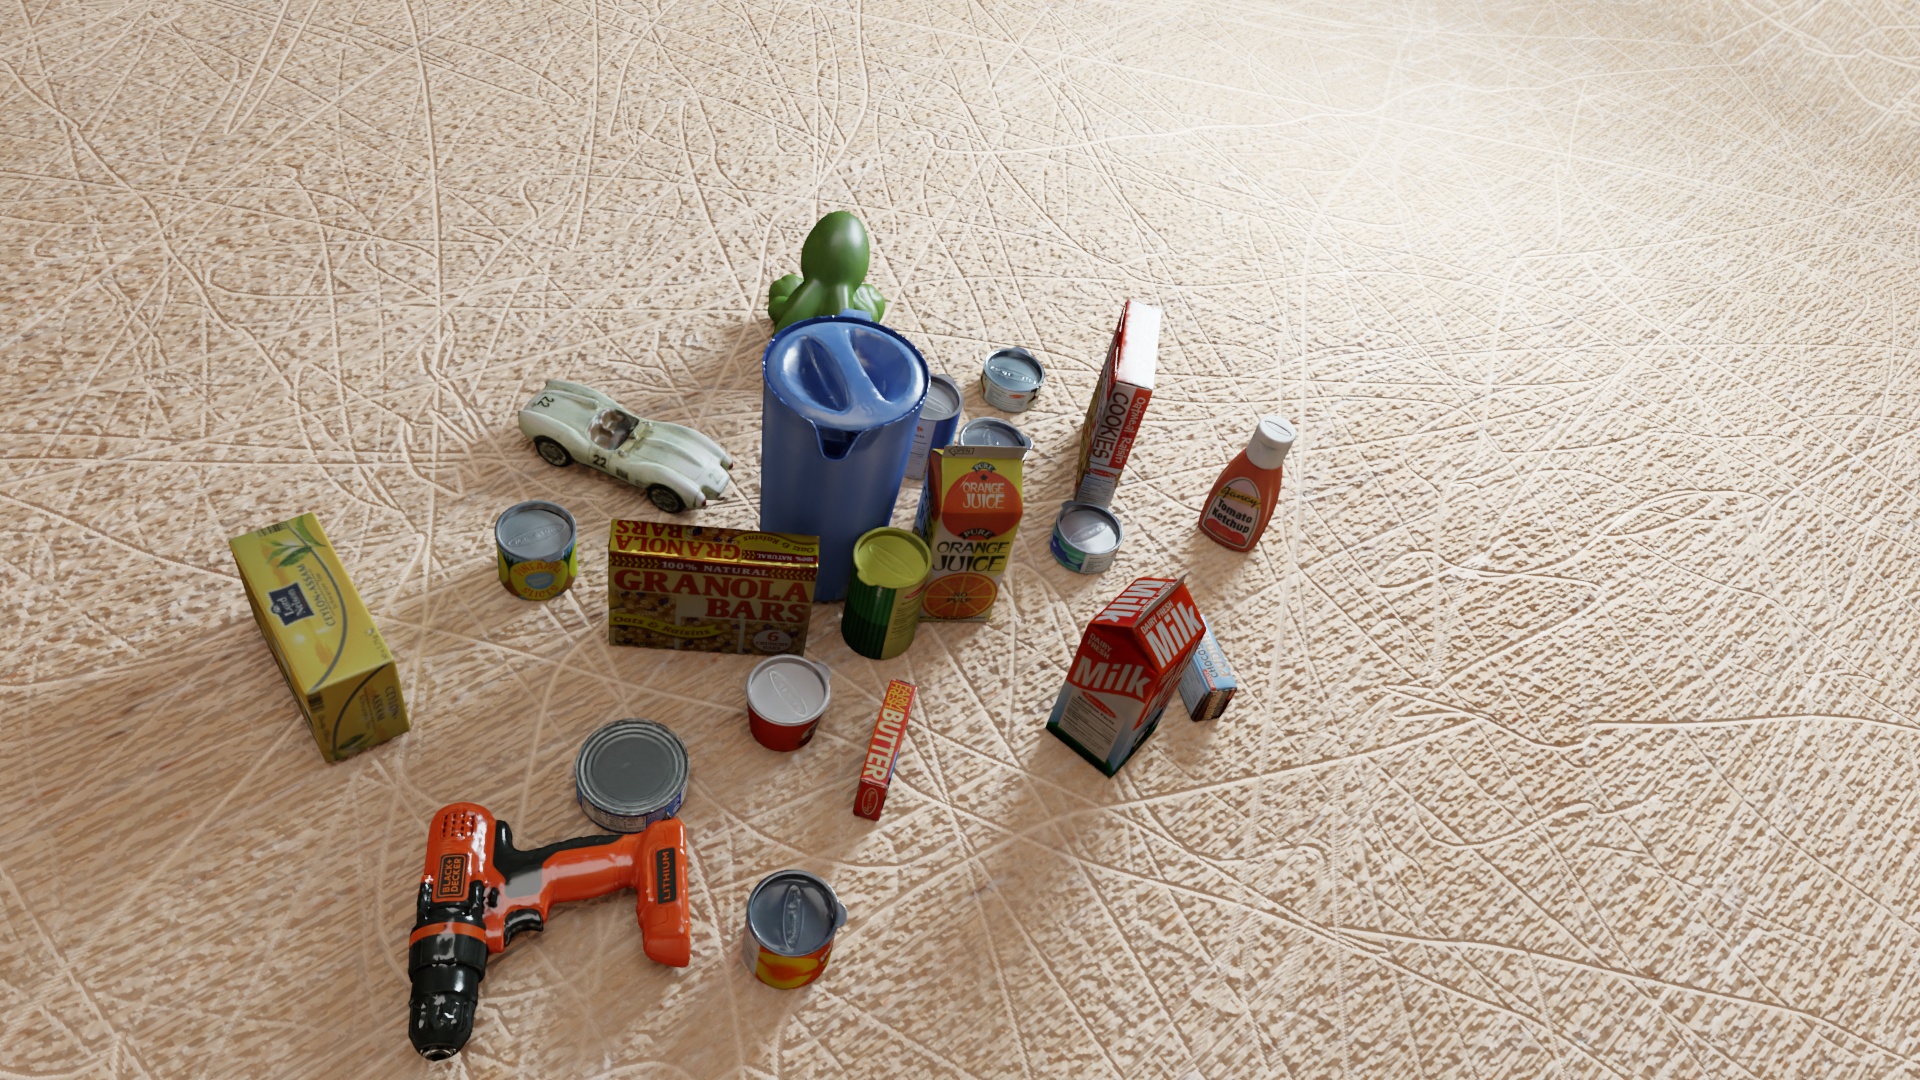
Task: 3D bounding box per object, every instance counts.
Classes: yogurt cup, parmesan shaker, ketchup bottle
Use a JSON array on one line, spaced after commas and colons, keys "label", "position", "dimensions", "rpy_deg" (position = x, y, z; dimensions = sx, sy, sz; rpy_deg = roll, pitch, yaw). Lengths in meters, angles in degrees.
[{"label": "yogurt cup", "position": [-0.142, 0.134, 1.124], "dimensions": [0.072, 0.053, 0.073], "rpy_deg": [7, 48, -8]}, {"label": "parmesan shaker", "position": [-0.067, 0.048, 1.186], "dimensions": [0.071, 0.102, 0.072], "rpy_deg": [7, 48, -8]}, {"label": "ketchup bottle", "position": [0.279, -0.056, 1.331], "dimensions": [0.065, 0.148, 0.044], "rpy_deg": [31, 49, 14]}]

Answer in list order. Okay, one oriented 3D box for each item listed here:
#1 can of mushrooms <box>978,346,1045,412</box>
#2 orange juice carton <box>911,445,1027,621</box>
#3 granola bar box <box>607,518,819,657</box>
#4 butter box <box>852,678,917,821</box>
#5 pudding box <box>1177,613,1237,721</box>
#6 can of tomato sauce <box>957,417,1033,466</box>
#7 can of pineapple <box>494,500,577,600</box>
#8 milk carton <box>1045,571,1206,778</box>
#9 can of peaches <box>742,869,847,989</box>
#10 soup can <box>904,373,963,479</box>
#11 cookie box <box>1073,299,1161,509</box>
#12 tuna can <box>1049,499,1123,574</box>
[{"label": "can of mushrooms", "position": [0.054, -0.169, 1.455], "dimensions": [0.071, 0.033, 0.071], "rpy_deg": [7, 48, -8]}, {"label": "orange juice carton", "position": [0.004, -0.015, 1.198], "dimensions": [0.072, 0.191, 0.073], "rpy_deg": [1, 49, -13]}, {"label": "granola bar box", "position": [-0.204, 0.042, 1.143], "dimensions": [0.166, 0.123, 0.039], "rpy_deg": [5, 48, -10]}, {"label": "butter box", "position": [-0.061, 0.167, 1.115], "dimensions": [0.024, 0.052, 0.104], "rpy_deg": [16, 47, 1]}, {"label": "pudding box", "position": [0.211, 0.112, 1.232], "dimensions": [0.030, 0.049, 0.084], "rpy_deg": [-5, 51, -18]}, {"label": "can of tomato sauce", "position": [0.025, -0.065, 1.322], "dimensions": [0.071, 0.082, 0.071], "rpy_deg": [7, 48, -8]}, {"label": "can of pineapple", "position": [-0.359, 0.010, 1.179], "dimensions": [0.071, 0.057, 0.071], "rpy_deg": [7, 48, -8]}, {"label": "milk carton", "position": [0.138, 0.102, 1.128], "dimensions": [0.073, 0.189, 0.073], "rpy_deg": [37, 51, 19]}, {"label": "can of peaches", "position": [-0.120, 0.280, 0.997], "dimensions": [0.071, 0.057, 0.071], "rpy_deg": [7, 48, -8]}, {"label": "soup can", "position": [-0.035, -0.112, 1.349], "dimensions": [0.071, 0.083, 0.072], "rpy_deg": [7, 48, -8]}, {"label": "cookie box", "position": [0.151, -0.131, 1.354], "dimensions": [0.040, 0.166, 0.123], "rpy_deg": [14, 47, -2]}, {"label": "tuna can", "position": [0.118, -0.004, 1.324], "dimensions": [0.071, 0.032, 0.071], "rpy_deg": [7, 48, -8]}]
